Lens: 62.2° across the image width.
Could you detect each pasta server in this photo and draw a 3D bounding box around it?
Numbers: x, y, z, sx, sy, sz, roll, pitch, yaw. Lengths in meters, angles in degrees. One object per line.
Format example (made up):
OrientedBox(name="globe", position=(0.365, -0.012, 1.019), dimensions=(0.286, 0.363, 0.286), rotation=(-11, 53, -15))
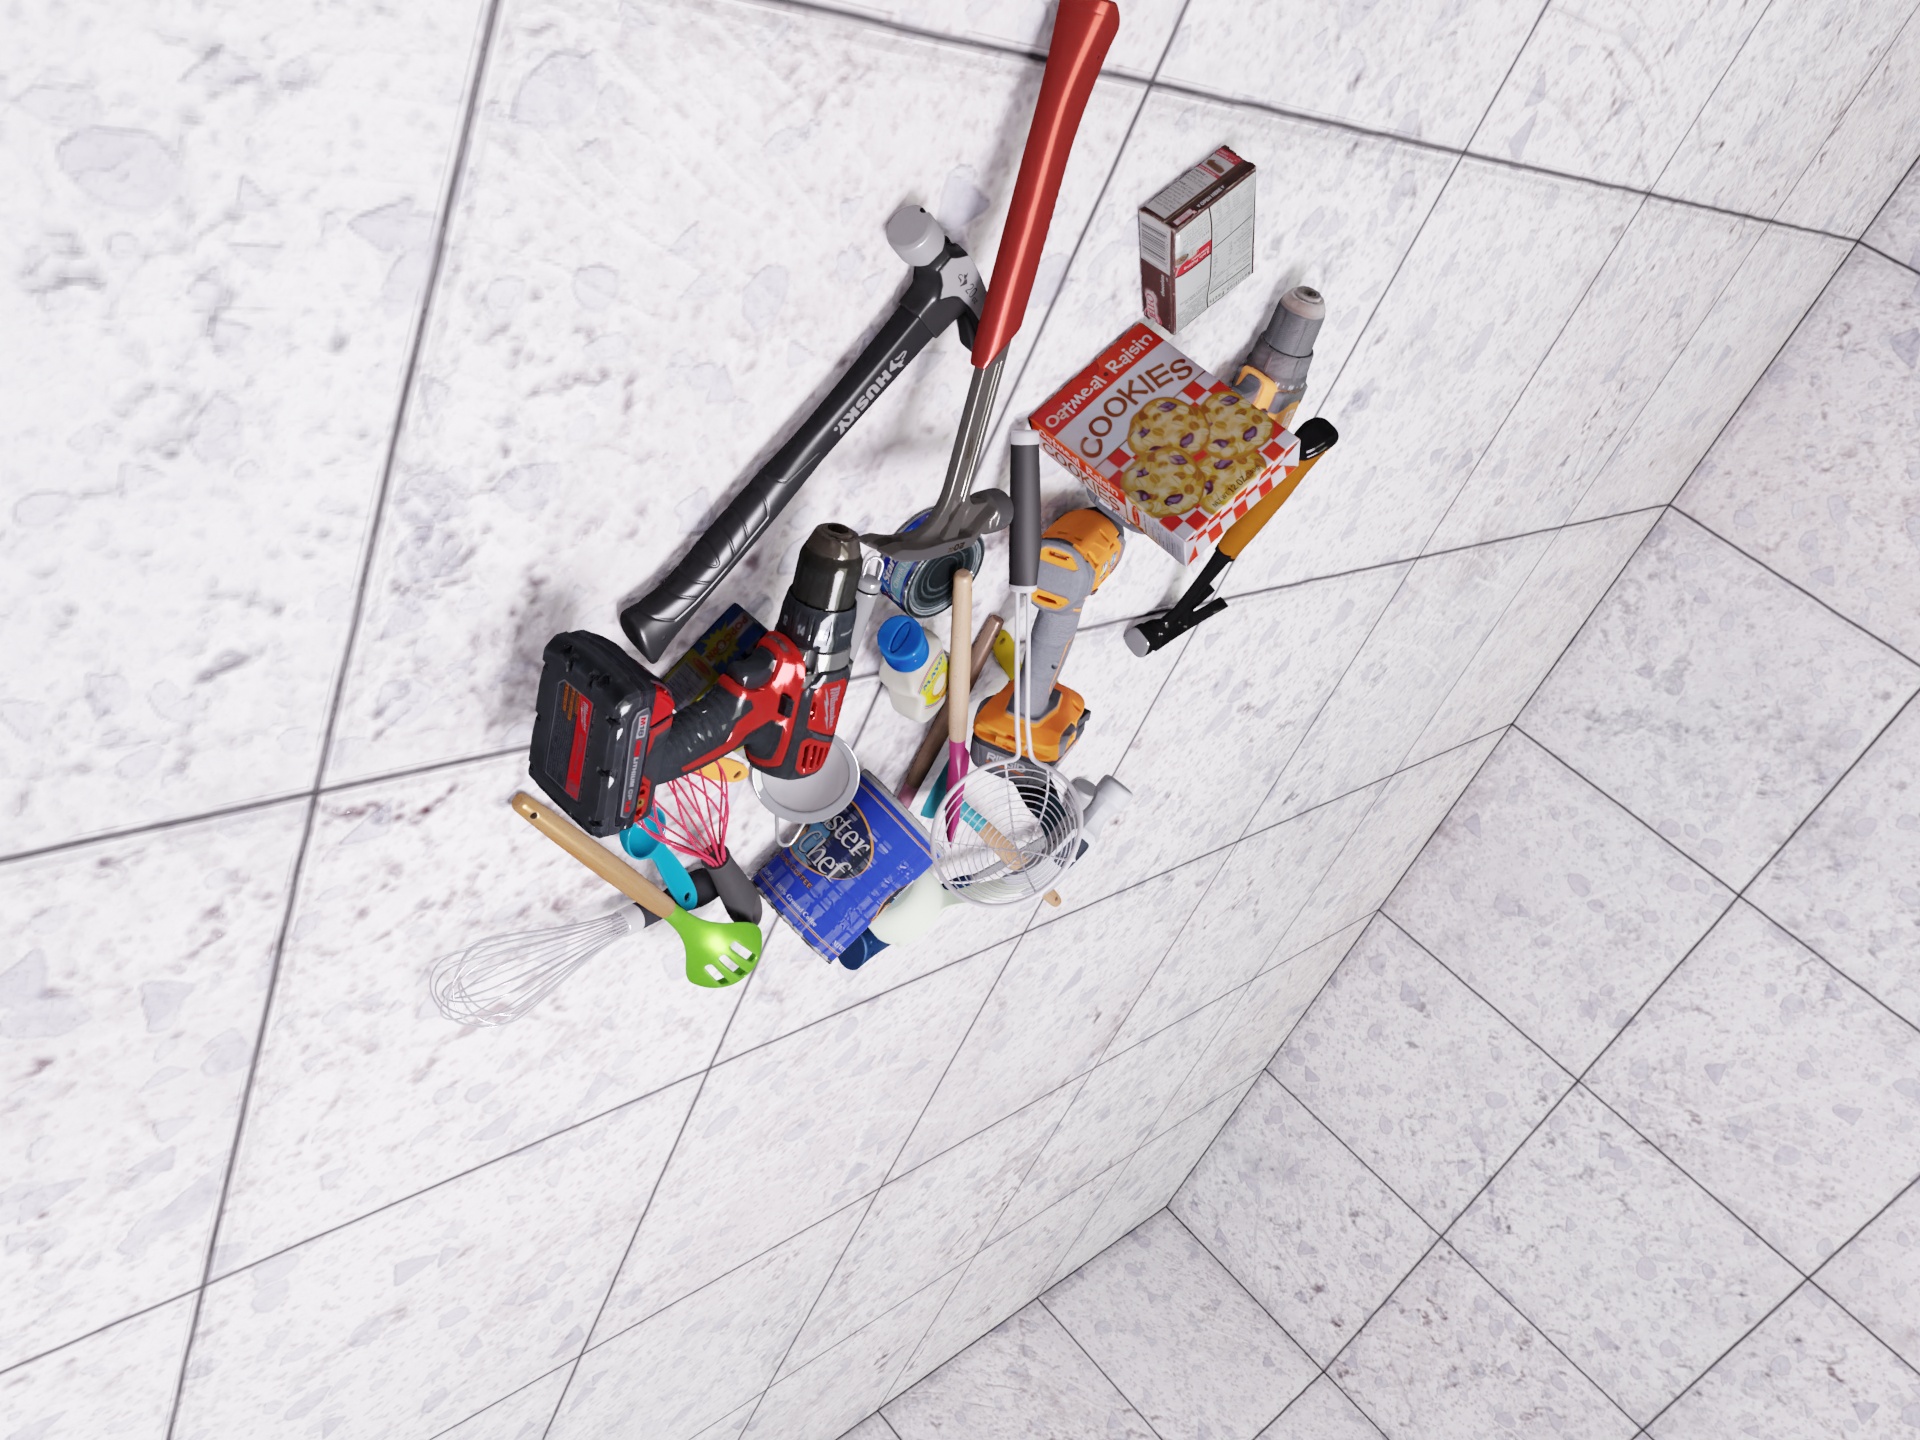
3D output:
OrientedBox(name="pasta server", position=(-0.027, 0.041, 1.445), dimensions=(0.060, 0.040, 0.316), rotation=(-24, 146, -57))

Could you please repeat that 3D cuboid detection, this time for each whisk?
OrientedBox(name="whisk", position=(-0.193, 0.097, 1.217), dimensions=(0.073, 0.073, 0.295), rotation=(-40, 154, -14))
OrientedBox(name="whisk", position=(-0.279, 0.166, 1.221), dimensions=(0.284, 0.070, 0.070), rotation=(-22, 145, -49))

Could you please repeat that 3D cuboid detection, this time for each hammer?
OrientedBox(name="hammer", position=(0.263, -0.172, 1.484), dimensions=(0.127, 0.034, 0.336), rotation=(-31, 166, -29))
OrientedBox(name="hammer", position=(-0.103, -0.170, 1.042), dimensions=(0.335, 0.035, 0.146), rotation=(-49, 153, 4))
OrientedBox(name="hammer", position=(0.008, 0.170, 1.622), dimensions=(0.405, 0.035, 0.144), rotation=(-22, 146, -54))
OrientedBox(name="hammer", position=(0.026, -0.274, 1.014), dimensions=(0.149, 0.037, 0.359), rotation=(-23, 136, -53))
OrientedBox(name="hammer", position=(0.077, 0.073, 1.436), dimensions=(0.128, 0.033, 0.331), rotation=(-51, -169, 5))

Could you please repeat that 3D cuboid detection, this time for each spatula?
OrientedBox(name="spatula", position=(0.038, 0.118, 1.552), dimensions=(0.082, 0.044, 0.317), rotation=(-61, 141, -15))

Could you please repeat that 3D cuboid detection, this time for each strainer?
OrientedBox(name="strainer", position=(-0.103, -0.016, 1.250), dimensions=(0.087, 0.050, 0.258), rotation=(15, 118, -12))

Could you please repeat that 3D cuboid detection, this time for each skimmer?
OrientedBox(name="skimmer", position=(0.037, -0.039, 1.231), dimensions=(0.090, 0.127, 0.363), rotation=(-26, 119, -61))

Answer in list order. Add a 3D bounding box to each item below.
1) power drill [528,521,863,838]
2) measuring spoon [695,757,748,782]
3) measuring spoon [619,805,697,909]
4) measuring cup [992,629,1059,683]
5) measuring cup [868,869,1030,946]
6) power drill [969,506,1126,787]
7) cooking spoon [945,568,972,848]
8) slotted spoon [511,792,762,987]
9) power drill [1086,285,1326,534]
OrientedBox(name="power drill", position=(-0.156, -0.030, 1.033), dimensions=(0.226, 0.080, 0.187), rotation=(-17, 133, -46))
OrientedBox(name="measuring spoon", position=(-0.195, 0.037, 1.216), dimensions=(0.021, 0.011, 0.116), rotation=(-52, 153, 10))
OrientedBox(name="measuring spoon", position=(-0.233, 0.108, 1.227), dimensions=(0.042, 0.021, 0.128), rotation=(-56, 149, -27))
OrientedBox(name="measuring cup", position=(0.058, -0.041, 1.464), dimensions=(0.062, 0.029, 0.156), rotation=(-44, 154, -6))
OrientedBox(name="measuring cup", position=(-0.017, 0.150, 1.412), dimensions=(0.167, 0.083, 0.038), rotation=(-14, 138, 25))
OrientedBox(name="power drill", position=(0.084, -0.073, 1.367), dimensions=(0.164, 0.084, 0.226), rotation=(-47, 154, -58))
OrientedBox(name="cooking spoon", position=(-0.002, -0.004, 1.335), dimensions=(0.318, 0.017, 0.069), rotation=(93, 10, -47))
OrientedBox(name="slotted spoon", position=(-0.237, 0.133, 1.200), dimensions=(0.070, 0.031, 0.313), rotation=(-42, 140, -3))
OrientedBox(name="power drill", position=(0.219, -0.265, 1.343), dimensions=(0.226, 0.084, 0.185), rotation=(-28, 149, -42))
